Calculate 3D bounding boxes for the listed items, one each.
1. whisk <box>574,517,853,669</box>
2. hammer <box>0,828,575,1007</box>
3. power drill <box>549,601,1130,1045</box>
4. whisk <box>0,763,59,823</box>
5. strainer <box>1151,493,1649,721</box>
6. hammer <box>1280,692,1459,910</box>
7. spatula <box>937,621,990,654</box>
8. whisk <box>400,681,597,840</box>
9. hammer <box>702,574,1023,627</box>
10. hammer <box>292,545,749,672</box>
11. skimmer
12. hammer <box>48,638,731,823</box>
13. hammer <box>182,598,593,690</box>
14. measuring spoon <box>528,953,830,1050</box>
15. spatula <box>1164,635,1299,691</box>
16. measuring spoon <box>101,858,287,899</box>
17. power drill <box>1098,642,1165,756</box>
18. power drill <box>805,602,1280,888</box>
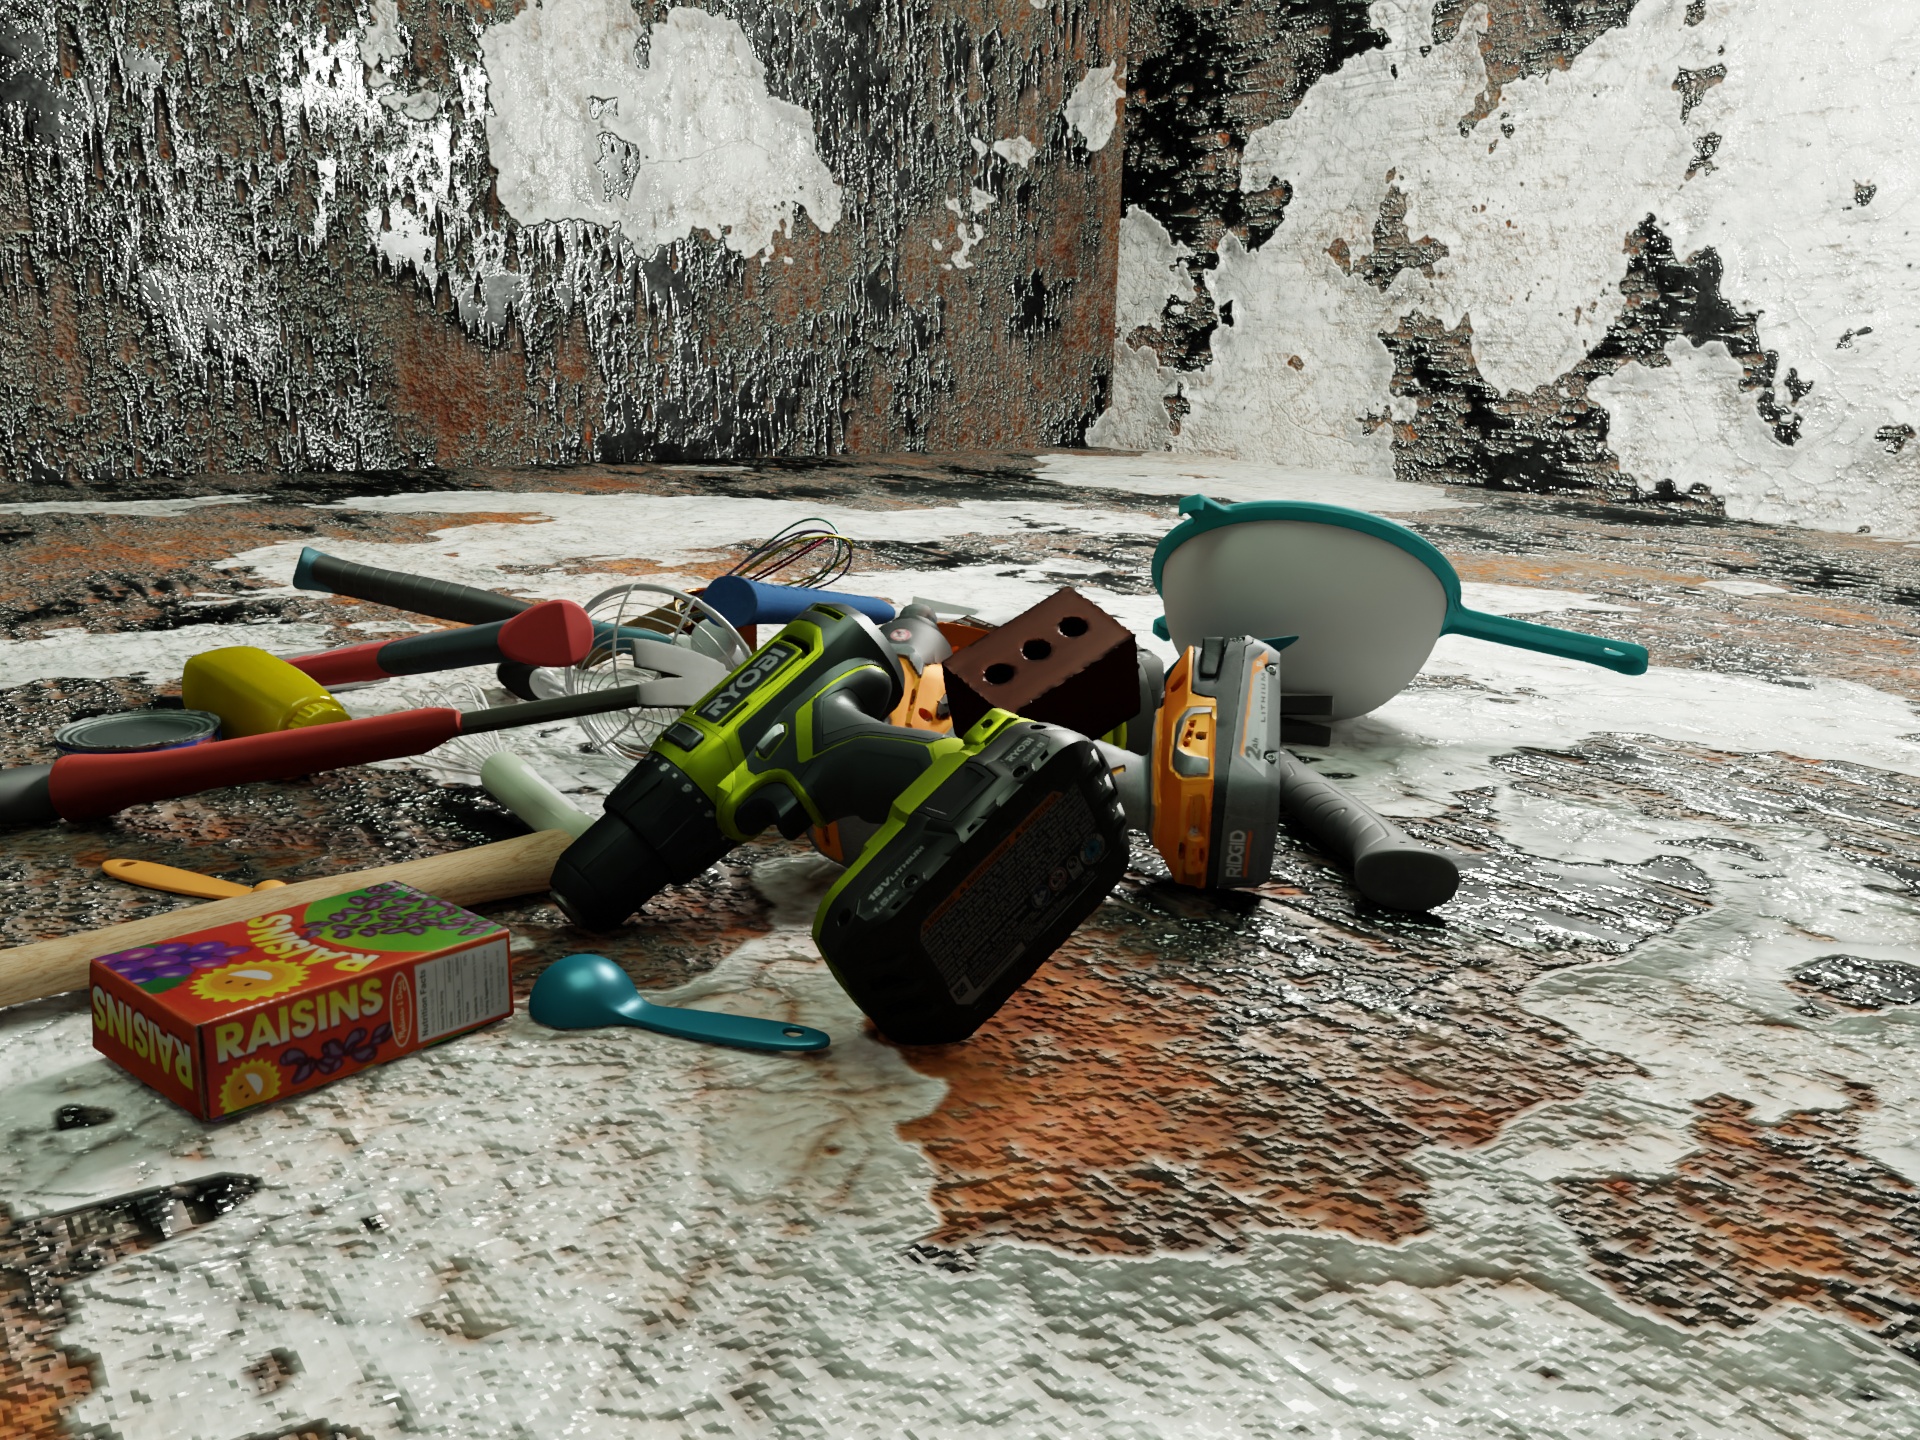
[{"bbox_3d":[-0.191,-0.091,1.193,0.245,0.051,0.047,-21,4,17],"label":"whisk"},{"bbox_3d":[-0.311,0.089,0.658,0.331,0.031,0.130,-11,18,-40],"label":"hammer"},{"bbox_3d":[-0.060,0.045,0.678,0.190,0.080,0.229,-43,38,-20],"label":"power drill"},{"bbox_3d":[-0.545,0.052,0.749,0.070,0.070,0.284,10,11,30],"label":"whisk"},{"bbox_3d":[0.290,-0.043,1.079,0.340,0.095,0.210,12,-23,6],"label":"strainer"},{"bbox_3d":[0.196,0.036,0.908,0.146,0.035,0.335,-2,15,-10],"label":"hammer"},{"bbox_3d":[-0.105,-0.044,1.115,0.323,0.041,0.081,3,-7,43],"label":"spatula"},{"bbox_3d":[-0.259,0.026,0.889,0.059,0.057,0.246,-50,39,-13],"label":"whisk"},{"bbox_3d":[-0.059,-0.079,1.186,0.144,0.035,0.405,7,4,27],"label":"hammer"},{"bbox_3d":[-0.309,-0.073,1.112,0.331,0.033,0.128,13,-12,3],"label":"hammer"},{"bbox_3d":[-0.228,-0.031,1.019,0.090,0.127,0.363,-31,18,-20],"label":"skimmer"},{"bbox_3d":[-0.297,0.009,0.804,0.359,0.037,0.149,-9,-5,8],"label":"hammer"},{"bbox_3d":[-0.338,-0.041,0.995,0.386,0.038,0.143,-4,6,43],"label":"hammer"},{"bbox_3d":[-0.109,0.108,0.616,0.128,0.021,0.042,5,15,19],"label":"measuring spoon"},{"bbox_3d":[0.108,-0.049,1.097,0.082,0.044,0.318,-10,12,-24],"label":"spatula"},{"bbox_3d":[-0.363,0.074,0.752,0.117,0.011,0.021,7,15,23],"label":"measuring spoon"},{"bbox_3d":[-0.002,-0.003,0.967,0.223,0.080,0.171,-6,16,-15],"label":"power drill"},{"bbox_3d":[0.046,0.005,0.812,0.226,0.084,0.164,3,47,8],"label":"power drill"}]
